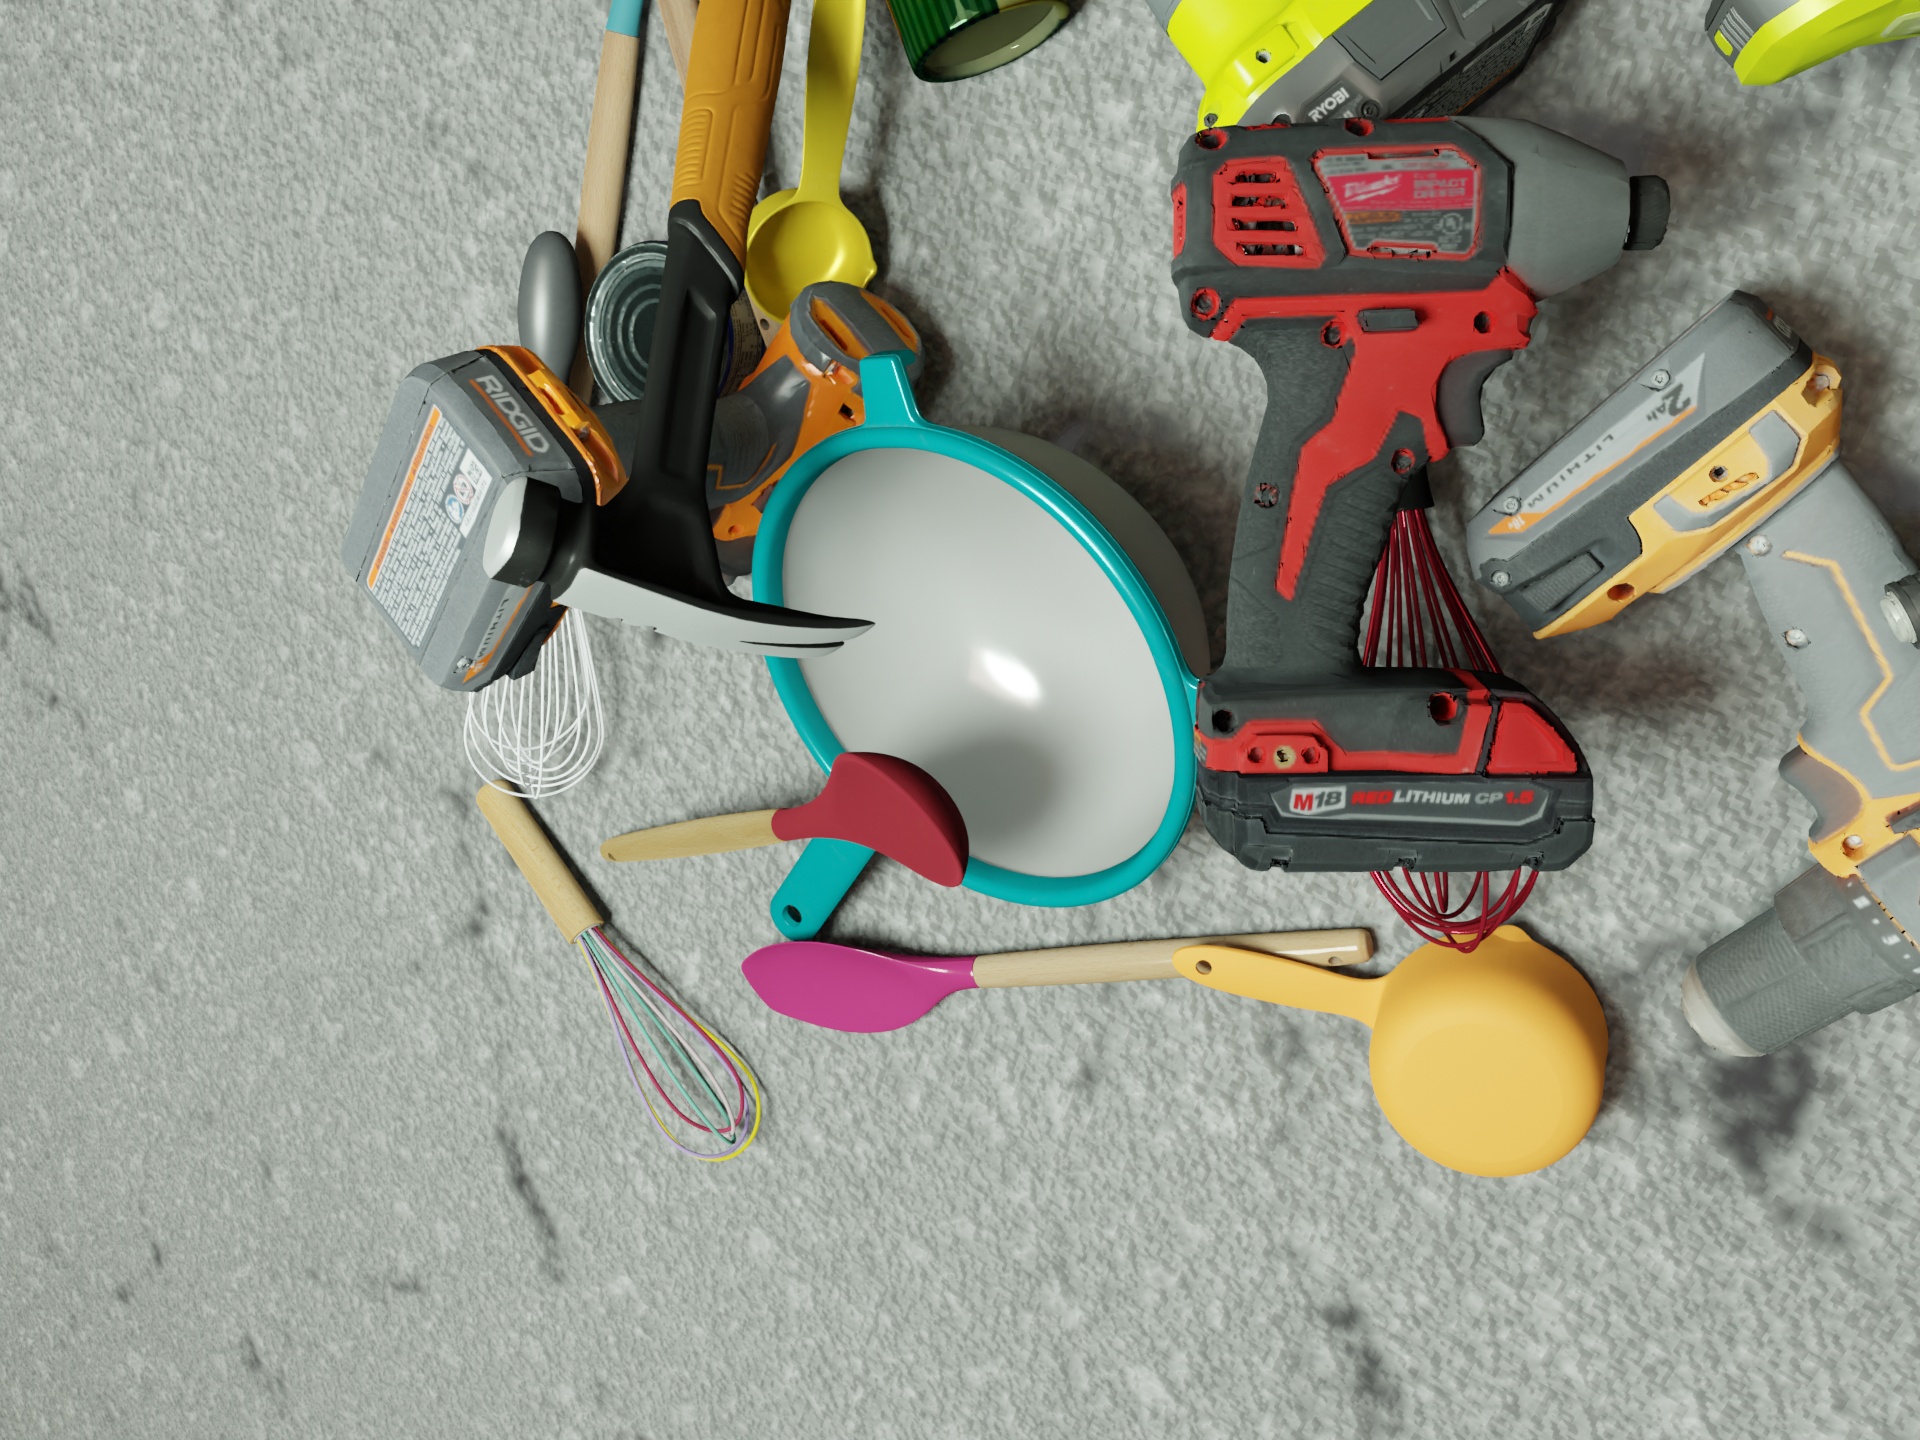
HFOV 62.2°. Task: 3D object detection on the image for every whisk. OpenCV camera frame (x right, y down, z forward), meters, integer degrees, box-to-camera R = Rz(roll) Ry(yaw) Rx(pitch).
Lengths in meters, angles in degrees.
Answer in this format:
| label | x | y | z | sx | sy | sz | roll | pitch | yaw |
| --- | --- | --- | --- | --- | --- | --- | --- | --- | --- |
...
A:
| label | x | y | z | sx | sy | sz | roll | pitch | yaw |
| --- | --- | --- | --- | --- | --- | --- | --- | --- | --- |
| whisk | -0.186 | 0.130 | 0.855 | 0.047 | 0.051 | 0.245 | -40 | 77 | 10 |
| whisk | 0.167 | -0.059 | 0.591 | 0.073 | 0.073 | 0.296 | -7 | 94 | 31 |
| whisk | -0.205 | -0.094 | 0.784 | 0.070 | 0.070 | 0.284 | 17 | 110 | 25 |

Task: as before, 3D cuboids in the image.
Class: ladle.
| label | x | y | z | sx | sy | sz | roll | pitch | yaw |
| --- | --- | --- | --- | --- | --- | --- | --- | --- | --- |
| ladle | -0.094 | 0.051 | 0.730 | 0.315 | 0.031 | 0.069 | -11 | 118 | 52 |

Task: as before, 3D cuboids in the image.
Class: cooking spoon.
| label | x | y | z | sx | sy | sz | roll | pitch | yaw |
| --- | --- | --- | --- | --- | --- | --- | --- | --- | --- |
| cooking spoon | 0.032 | 0.114 | 0.731 | 0.319 | 0.017 | 0.068 | -9 | 127 | 30 |

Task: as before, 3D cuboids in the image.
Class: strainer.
| label | x | y | z | sx | sy | sz | roll | pitch | yaw |
| --- | --- | --- | --- | --- | --- | --- | --- | --- | --- |
| strainer | -0.001 | -0.002 | 0.693 | 0.211 | 0.095 | 0.340 | 44 | 141 | 7 |

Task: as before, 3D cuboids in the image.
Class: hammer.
| label | x | y | z | sx | sy | sz | roll | pitch | yaw |
| --- | --- | --- | --- | --- | --- | --- | --- | --- | --- |
| hammer | -0.082 | -0.186 | 0.577 | 0.034 | 0.127 | 0.337 | -27 | 53 | 53 |

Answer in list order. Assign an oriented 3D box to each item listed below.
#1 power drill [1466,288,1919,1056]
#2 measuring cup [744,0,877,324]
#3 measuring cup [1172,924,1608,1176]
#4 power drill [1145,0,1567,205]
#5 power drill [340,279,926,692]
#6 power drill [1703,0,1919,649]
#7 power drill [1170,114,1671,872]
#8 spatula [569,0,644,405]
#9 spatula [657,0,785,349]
| label | x | y | z | sx | sy | sz | roll | pitch | yaw |
| --- | --- | --- | --- | --- | --- | --- | --- | --- | --- |
| power drill | 0.271 | -0.005 | 0.534 | 0.226 | 0.084 | 0.185 | 49 | 122 | 5 |
| measuring cup | -0.061 | -0.244 | 0.666 | 0.029 | 0.062 | 0.156 | -124 | 38 | -52 |
| measuring cup | 0.163 | 0.124 | 0.626 | 0.174 | 0.052 | 0.095 | 11 | 112 | 17 |
| power drill | 0.099 | -0.300 | 0.536 | 0.190 | 0.080 | 0.228 | -38 | 84 | 5 |
| power drill | -0.128 | -0.091 | 0.649 | 0.084 | 0.226 | 0.164 | 50 | 132 | 11 |
| power drill | 0.301 | -0.137 | 0.421 | 0.171 | 0.080 | 0.223 | -26 | 90 | 20 |
| power drill | 0.137 | -0.069 | 0.484 | 0.143 | 0.078 | 0.219 | -1 | 99 | 5 |
| spatula | -0.167 | -0.289 | 0.729 | 0.082 | 0.044 | 0.317 | 21 | 113 | 21 |
| spatula | -0.117 | -0.306 | 0.656 | 0.060 | 0.018 | 0.315 | 4 | 123 | 32 |
